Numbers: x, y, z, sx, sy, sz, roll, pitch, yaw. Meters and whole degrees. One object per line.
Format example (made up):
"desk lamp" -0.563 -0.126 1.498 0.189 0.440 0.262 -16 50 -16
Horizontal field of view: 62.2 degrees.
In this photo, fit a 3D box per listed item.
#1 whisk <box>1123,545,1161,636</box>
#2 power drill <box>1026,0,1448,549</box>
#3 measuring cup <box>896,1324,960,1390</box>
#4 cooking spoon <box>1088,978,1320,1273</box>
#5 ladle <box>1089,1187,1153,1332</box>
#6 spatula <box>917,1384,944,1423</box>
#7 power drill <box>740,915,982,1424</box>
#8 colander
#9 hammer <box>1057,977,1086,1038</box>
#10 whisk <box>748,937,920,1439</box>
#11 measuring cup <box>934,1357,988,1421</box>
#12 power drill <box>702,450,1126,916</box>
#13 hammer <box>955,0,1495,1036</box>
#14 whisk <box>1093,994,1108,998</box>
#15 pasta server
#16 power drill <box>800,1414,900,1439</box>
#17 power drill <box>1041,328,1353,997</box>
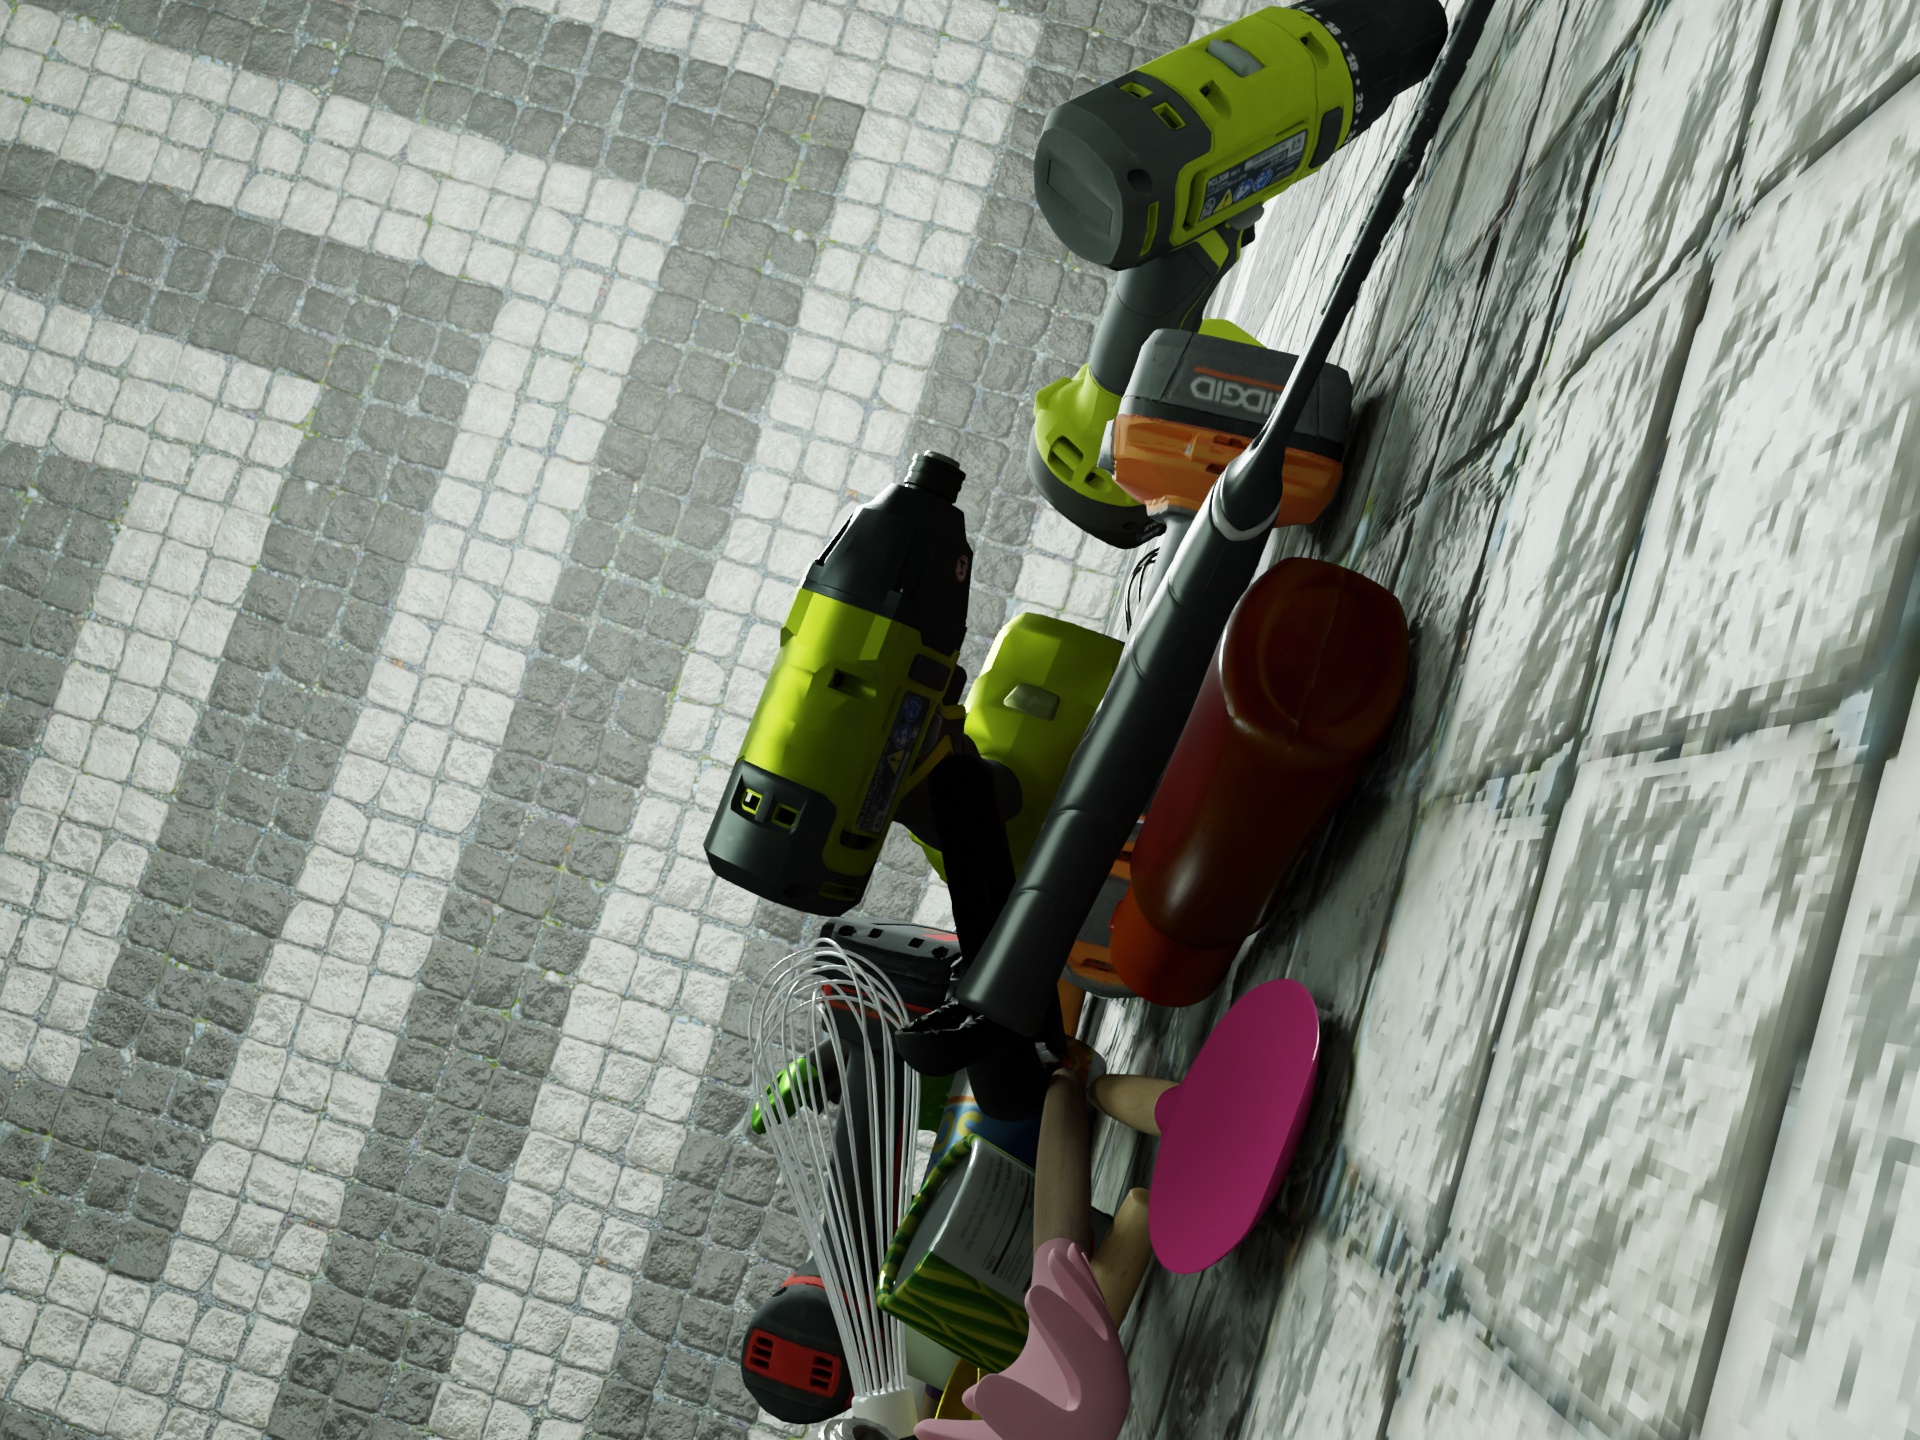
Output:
"whisk" 0.097 -0.003 0.789 0.055 0.055 0.239 104 180 -51
"power drill" 0.112 -0.196 0.685 0.190 0.080 0.228 -33 -25 -22
"measuring cup" 0.028 0.241 0.753 0.168 0.038 0.083 -48 -33 -38
"cooking spoon" 0.060 0.113 0.462 0.318 0.017 0.069 98 -164 -79
"ladle" 0.002 0.286 0.481 0.078 0.062 0.320 -44 -22 -80
"spatula" -0.014 0.361 0.808 0.059 0.018 0.316 -10 -65 -55
"power drill" -0.030 0.217 0.792 0.187 0.080 0.227 24 -103 -71
"colander" -0.021 0.210 0.971 0.204 0.094 0.397 -48 -9 11
"hammer" 0.068 0.123 0.894 0.127 0.034 0.337 101 -173 -62
"whisk" -0.032 0.219 0.580 0.070 0.070 0.285 101 159 -69
"measuring cup" 0.024 0.251 0.563 0.156 0.029 0.062 126 163 -59
"power drill" -0.001 -0.002 0.655 0.223 0.080 0.171 22 -91 -63
"hammer" 0.089 -0.082 0.455 0.149 0.036 0.409 -58 -8 -73
"whisk" 0.087 0.041 0.807 0.247 0.058 0.059 -75 -35 -46
"pasta server" 0.023 0.141 0.459 0.060 0.040 0.316 -51 -2 4
"power drill" -0.054 0.303 0.392 0.185 0.084 0.226 -65 9 3
"power drill" 0.078 -0.022 0.609 0.164 0.084 0.226 -52 -25 -84
